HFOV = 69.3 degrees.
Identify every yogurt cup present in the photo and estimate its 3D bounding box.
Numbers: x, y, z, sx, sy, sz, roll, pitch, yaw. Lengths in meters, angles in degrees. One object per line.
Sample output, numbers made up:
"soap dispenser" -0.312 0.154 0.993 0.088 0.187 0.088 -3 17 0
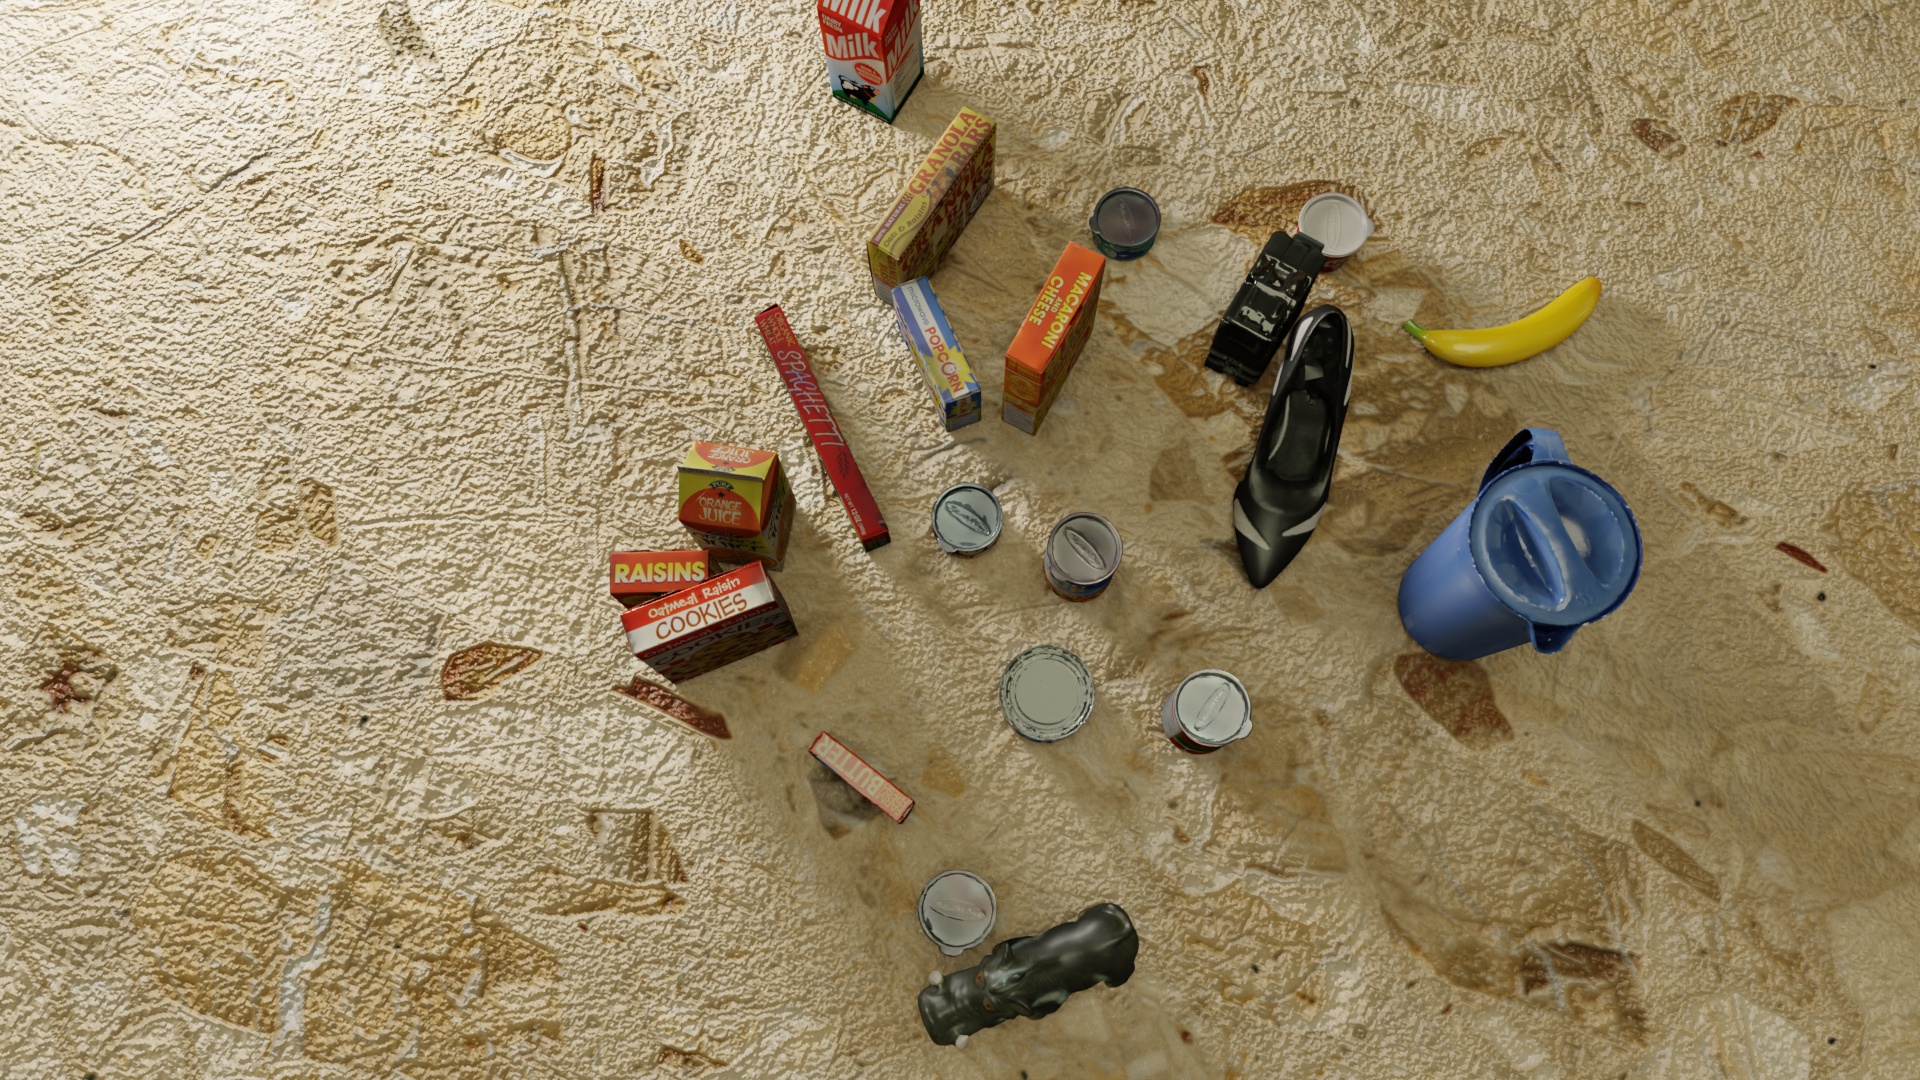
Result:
"yogurt cup" 0.359 -0.297 1.355 0.072 0.054 0.072 0 75 0

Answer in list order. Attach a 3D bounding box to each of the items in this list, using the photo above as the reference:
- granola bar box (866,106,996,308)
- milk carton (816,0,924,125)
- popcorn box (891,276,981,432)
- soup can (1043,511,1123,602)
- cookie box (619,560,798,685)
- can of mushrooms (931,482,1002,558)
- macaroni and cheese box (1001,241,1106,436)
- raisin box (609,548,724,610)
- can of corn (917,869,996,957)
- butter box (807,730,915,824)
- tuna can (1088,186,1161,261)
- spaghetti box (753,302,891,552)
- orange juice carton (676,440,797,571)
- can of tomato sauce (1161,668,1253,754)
"granola bar box" -0.027 -0.313 1.323 0.039 0.124 0.166 32 78 8
"milk carton" -0.085 -0.492 1.337 0.072 0.190 0.073 29 78 7
"popcorn box" -0.022 -0.174 1.306 0.038 0.085 0.127 -23 76 -6
"soup can" 0.107 0.018 1.256 0.071 0.083 0.071 0 75 0
"cookie box" -0.212 0.073 1.198 0.123 0.167 0.040 -22 77 -5
"can of mushrooms" 0.005 -0.016 1.291 0.071 0.033 0.071 0 75 0
"macaroni and cheese box" 0.084 -0.180 1.266 0.040 0.166 0.124 28 77 7
"raisin box" -0.254 0.041 1.230 0.086 0.123 0.040 -1 76 0
"can of corn" -0.003 0.319 1.189 0.071 0.058 0.071 0 75 0
"butter box" -0.086 0.209 1.221 0.103 0.053 0.024 37 79 9
"tuna can" 0.160 -0.311 1.370 0.071 0.032 0.071 0 75 0
"spaghetti box" -0.130 -0.106 1.307 0.029 0.050 0.250 -25 77 -6
"orange juice carton" -0.195 -0.033 1.213 0.072 0.192 0.073 9 76 2
"can of tomato sauce" 0.217 0.153 1.220 0.071 0.083 0.071 0 75 0
